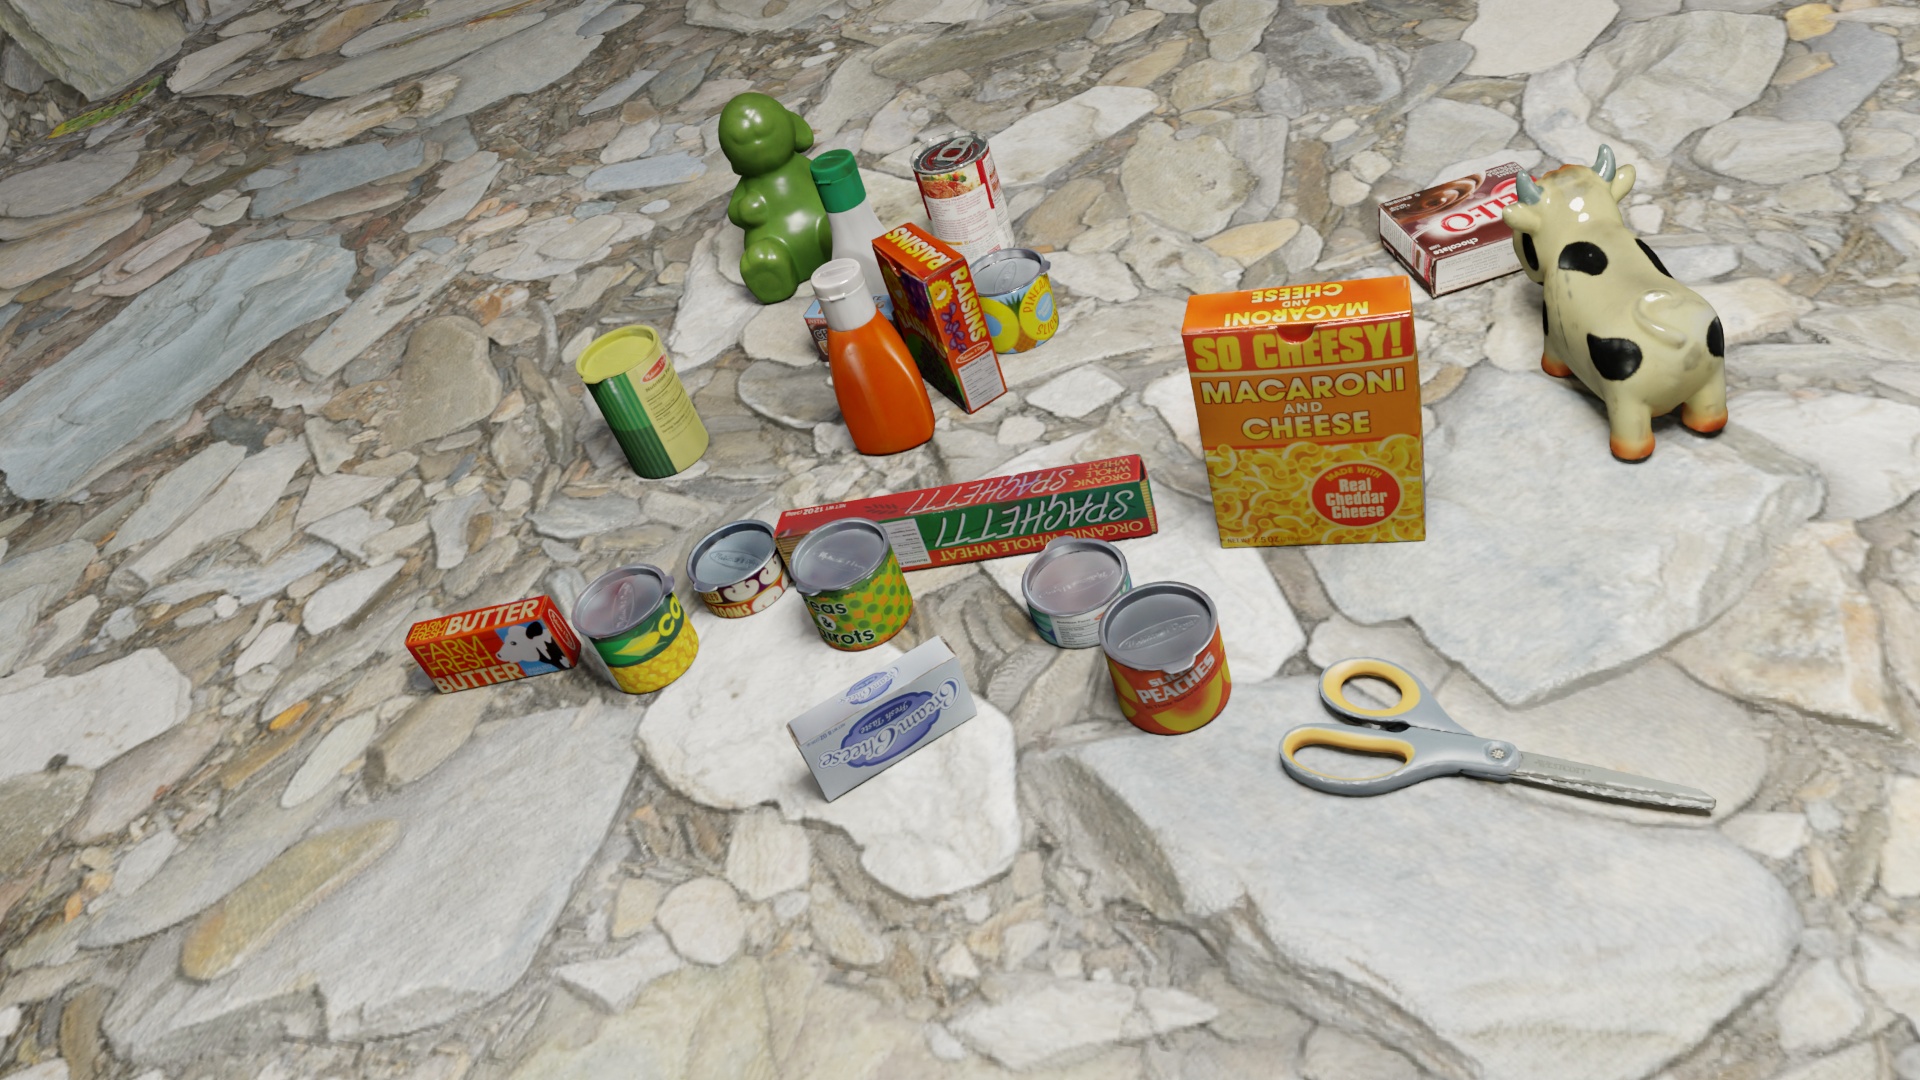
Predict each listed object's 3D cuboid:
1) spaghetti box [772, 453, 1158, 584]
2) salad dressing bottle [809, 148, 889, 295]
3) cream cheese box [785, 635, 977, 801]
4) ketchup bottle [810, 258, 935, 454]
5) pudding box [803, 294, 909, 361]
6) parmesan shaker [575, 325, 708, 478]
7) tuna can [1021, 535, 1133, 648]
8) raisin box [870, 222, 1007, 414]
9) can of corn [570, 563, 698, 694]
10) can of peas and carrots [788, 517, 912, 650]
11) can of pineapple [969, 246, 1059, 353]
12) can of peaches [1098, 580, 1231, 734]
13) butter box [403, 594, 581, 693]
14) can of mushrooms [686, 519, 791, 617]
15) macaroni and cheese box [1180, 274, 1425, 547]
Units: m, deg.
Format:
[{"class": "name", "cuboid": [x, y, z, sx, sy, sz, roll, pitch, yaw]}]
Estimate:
[{"class": "spaghetti box", "cuboid": [0.003, -0.011, 0.913, 0.250, 0.050, 0.029, -9, 41, 13]}, {"class": "salad dressing bottle", "cuboid": [-0.082, -0.246, 1.136, 0.064, 0.147, 0.044, 5, 46, 26]}, {"class": "cream cheese box", "cuboid": [-0.044, 0.102, 0.801, 0.104, 0.053, 0.024, -30, 41, -12]}, {"class": "ketchup bottle", "cuboid": [-0.067, -0.131, 0.999, 0.065, 0.148, 0.044, -12, 41, 10]}, {"class": "pudding box", "cuboid": [-0.079, -0.173, 1.128, 0.083, 0.049, 0.030, 4, 45, 25]}, {"class": "parmesan shaker", "cuboid": [-0.247, -0.104, 1.077, 0.071, 0.102, 0.072, -11, 41, 10]}, {"class": "tuna can", "cuboid": [0.072, 0.031, 0.852, 0.071, 0.032, 0.071, -11, 41, 10]}, {"class": "raisin box", "cuboid": [-0.016, -0.166, 1.038, 0.040, 0.122, 0.086, -31, 41, -13]}, {"class": "can of corn", "cuboid": [-0.211, 0.058, 0.915, 0.071, 0.058, 0.071, -11, 41, 10]}, {"class": "can of peas and carrots", "cuboid": [-0.070, 0.030, 0.889, 0.071, 0.058, 0.071, -11, 41, 10]}, {"class": "can of pineapple", "cuboid": [0.042, -0.188, 1.090, 0.071, 0.057, 0.071, -11, 41, 10]}, {"class": "can of peaches", "cuboid": [0.115, 0.067, 0.774, 0.071, 0.057, 0.071, -11, 41, 10]}, {"class": "butter box", "cuboid": [-0.318, 0.071, 0.946, 0.103, 0.053, 0.024, -11, 41, 10]}, {"class": "can of mushrooms", "cuboid": [-0.153, 0.021, 0.952, 0.071, 0.033, 0.071, -11, 41, 10]}, {"class": "macaroni and cheese box", "cuboid": [0.203, -0.069, 0.808, 0.123, 0.165, 0.040, -3, 43, 19]}]
